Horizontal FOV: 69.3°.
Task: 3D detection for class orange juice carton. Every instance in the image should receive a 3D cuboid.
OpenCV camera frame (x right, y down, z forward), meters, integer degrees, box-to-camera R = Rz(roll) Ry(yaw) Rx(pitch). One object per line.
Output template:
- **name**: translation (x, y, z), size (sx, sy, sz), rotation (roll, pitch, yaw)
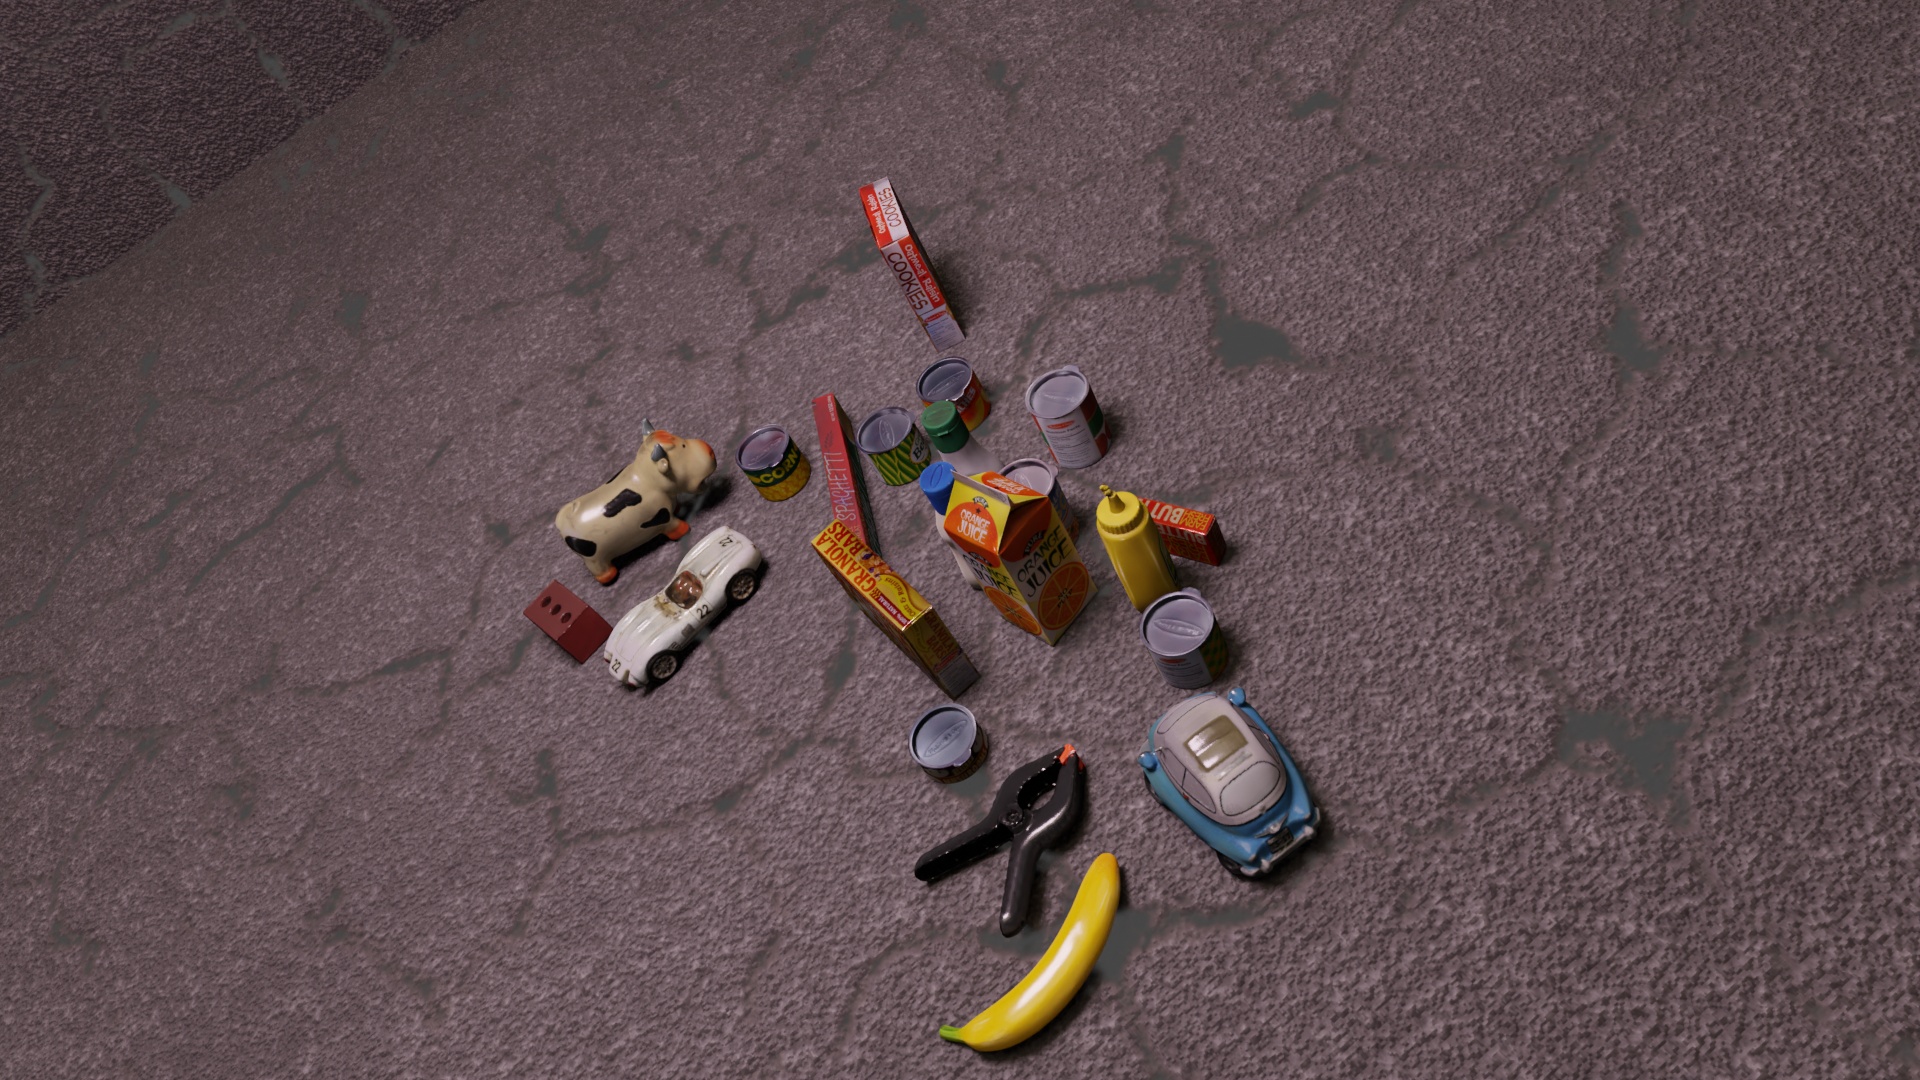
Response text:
- **orange juice carton**: translation (0.050, 0.006, 1.256), size (0.072, 0.192, 0.073), rotation (28, 70, 40)

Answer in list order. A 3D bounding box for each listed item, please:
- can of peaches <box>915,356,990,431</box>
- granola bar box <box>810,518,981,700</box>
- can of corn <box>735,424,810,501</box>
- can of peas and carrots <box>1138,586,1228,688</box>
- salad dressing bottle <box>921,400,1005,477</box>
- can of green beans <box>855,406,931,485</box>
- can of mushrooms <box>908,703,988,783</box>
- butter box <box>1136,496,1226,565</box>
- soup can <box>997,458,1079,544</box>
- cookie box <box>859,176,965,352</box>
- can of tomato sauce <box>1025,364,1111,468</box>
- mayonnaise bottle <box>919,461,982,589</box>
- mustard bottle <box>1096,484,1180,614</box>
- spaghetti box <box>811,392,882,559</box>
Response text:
- **can of peaches**: translation (-0.006, -0.155, 1.508), size (0.071, 0.058, 0.071), rotation (-14, 49, 16)
- **granola bar box**: translation (-0.062, 0.065, 1.310), size (0.039, 0.123, 0.166), rotation (-42, 47, -9)
- **can of corn**: translation (-0.207, -0.085, 1.551), size (0.071, 0.058, 0.071), rotation (-14, 49, 16)
- **can of peas and carrots**: translation (0.196, 0.085, 1.210), size (0.071, 0.058, 0.071), rotation (-14, 49, 16)
- **salad dressing bottle**: translation (0.006, -0.078, 1.377), size (0.064, 0.147, 0.044), rotation (-18, 48, 13)
- **can of green beans**: translation (-0.072, -0.101, 1.497), size (0.071, 0.057, 0.071), rotation (-14, 49, 16)
- **can of mushrooms**: translation (-0.010, 0.184, 1.249), size (0.071, 0.033, 0.071), rotation (-14, 49, 16)
- **butter box**: translation (0.194, -0.011, 1.293), size (0.103, 0.053, 0.024), rotation (16, 62, 35)
- **soup can**: translation (0.075, -0.030, 1.347), size (0.071, 0.083, 0.072), rotation (-14, 49, 16)
- **cookie box**: translation (-0.056, -0.314, 1.588), size (0.040, 0.166, 0.123), rotation (-25, 47, 6)
- **can of tomato sauce**: translation (0.111, -0.124, 1.407), size (0.071, 0.082, 0.071), rotation (-14, 49, 16)
- **mayonnaise bottle**: translation (0.005, -0.017, 1.327), size (0.041, 0.147, 0.065), rotation (-2, 53, 26)
- **mustard bottle**: translation (0.154, 0.002, 1.229), size (0.049, 0.159, 0.065), rotation (-20, 48, 12)
- **spaghetti box**: translation (-0.122, -0.060, 1.494), size (0.028, 0.050, 0.251), rotation (-24, 47, 8)
